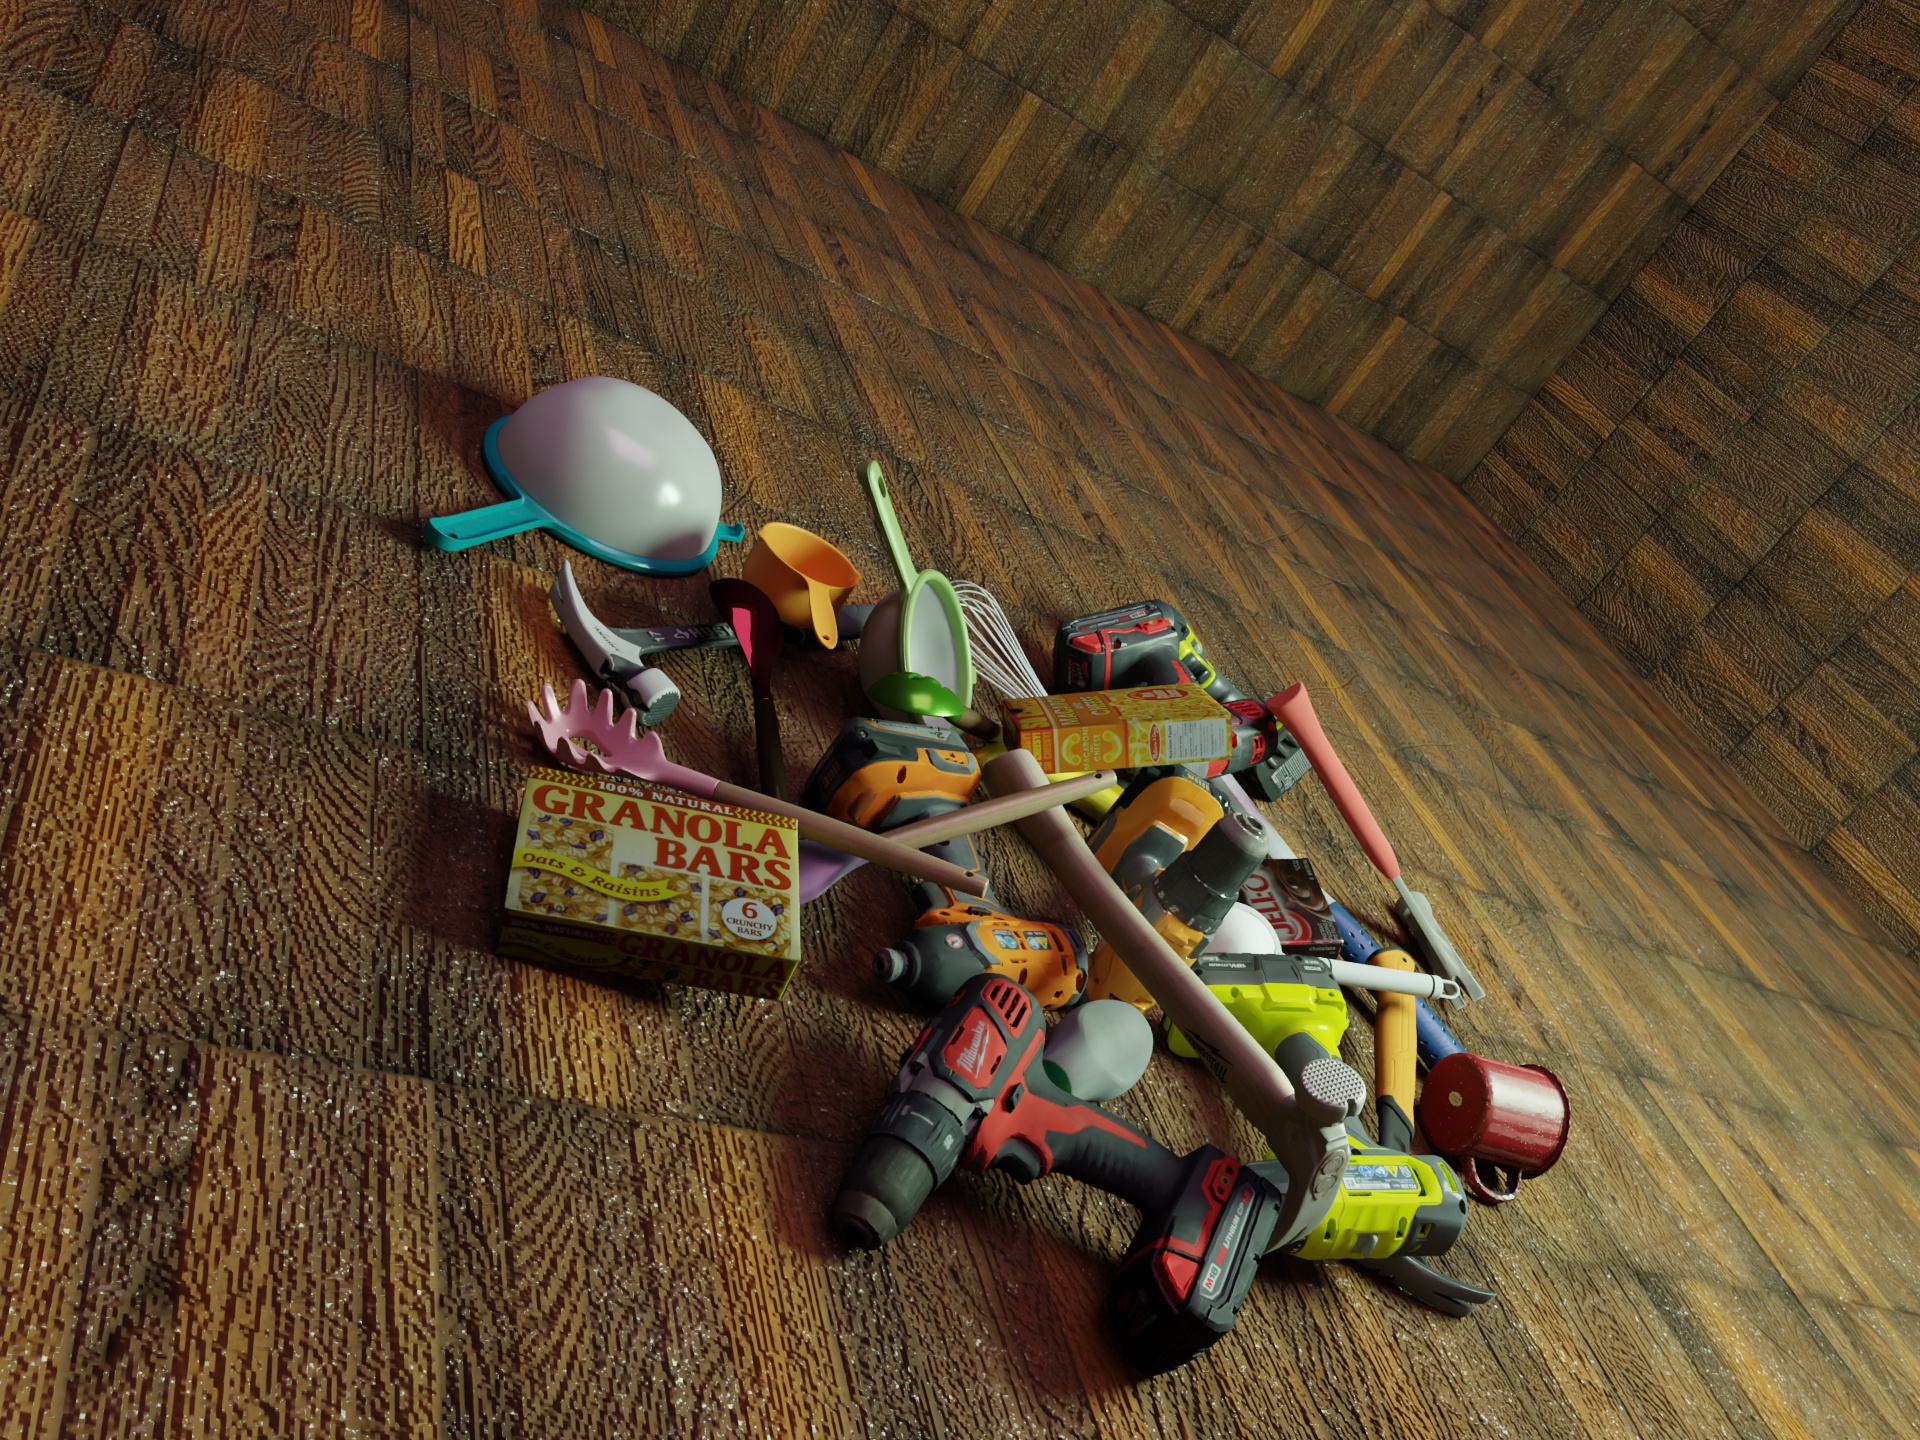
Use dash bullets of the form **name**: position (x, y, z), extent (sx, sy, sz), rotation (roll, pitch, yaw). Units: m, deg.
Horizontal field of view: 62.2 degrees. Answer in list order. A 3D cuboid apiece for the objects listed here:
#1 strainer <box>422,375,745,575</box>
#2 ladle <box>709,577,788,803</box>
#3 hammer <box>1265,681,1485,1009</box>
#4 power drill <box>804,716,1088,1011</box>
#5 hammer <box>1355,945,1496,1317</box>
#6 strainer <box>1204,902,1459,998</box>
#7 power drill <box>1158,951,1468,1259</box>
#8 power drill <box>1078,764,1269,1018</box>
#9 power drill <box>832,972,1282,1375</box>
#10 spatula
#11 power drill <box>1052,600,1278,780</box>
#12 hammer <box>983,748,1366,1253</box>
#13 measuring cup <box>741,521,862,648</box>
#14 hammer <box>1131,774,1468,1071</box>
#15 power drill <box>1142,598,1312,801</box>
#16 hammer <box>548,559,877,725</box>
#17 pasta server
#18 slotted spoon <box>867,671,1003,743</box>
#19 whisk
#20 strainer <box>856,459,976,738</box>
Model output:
- **strainer**: position (-0.298, -0.202, 1.258), extent (0.211, 0.095, 0.340), rotation (38, 25, 5)
- **ladle**: position (-0.138, 0.009, 1.125), extent (0.069, 0.031, 0.316), rotation (29, 35, -39)
- **hammer**: position (0.373, 0.107, 1.448), extent (0.358, 0.036, 0.149), rotation (53, 12, -29)
- **power drill**: position (-0.024, 0.104, 1.098), extent (0.164, 0.084, 0.227), rotation (7, 41, -42)
- **hammer**: position (0.341, 0.294, 1.223), extent (0.127, 0.034, 0.337), rotation (32, 33, -6)
- **strainer**: position (0.280, 0.195, 1.263), extent (0.258, 0.050, 0.087), rotation (10, 72, -11)
- **power drill**: position (0.217, 0.267, 1.094), extent (0.190, 0.080, 0.229), rotation (4, 35, -15)
- **power drill**: position (0.160, 0.108, 1.195), extent (0.084, 0.185, 0.226), rotation (33, 23, -7)
- **power drill**: position (0.050, 0.267, 0.896), extent (0.227, 0.080, 0.188), rotation (37, 44, 4)
- **spatula**: position (-0.035, 0.076, 1.044), extent (0.316, 0.018, 0.060), rotation (-15, 50, -23)
- **power drill**: position (0.177, -0.018, 1.467), extent (0.143, 0.078, 0.220), rotation (-15, 37, -19)
- **hammer**: position (0.118, 0.159, 1.061), extent (0.038, 0.146, 0.411), rotation (-10, 38, -25)
- **measuring cup**: position (-0.125, -0.089, 1.251), extent (0.095, 0.052, 0.174), rotation (21, 29, -26)
- **hammer**: position (0.324, 0.157, 1.423), extent (0.144, 0.035, 0.406), rotation (-27, 65, -20)
- **power drill**: position (0.261, -0.029, 1.622), extent (0.223, 0.080, 0.171), rotation (48, 4, 23)
- **hammer**: position (-0.157, -0.075, 1.288), extent (0.149, 0.036, 0.409), rotation (45, 27, 20)
- **pasta server**: position (-0.130, 0.049, 1.016), extent (0.316, 0.040, 0.060), rotation (19, 36, 8)
- **slotted spoon**: position (-0.002, -0.004, 1.244), extent (0.070, 0.031, 0.313), rotation (17, -2, 15)
- **whisk**: position (0.068, -0.019, 1.442), extent (0.285, 0.070, 0.070), rotation (49, 28, 15)
- **strainer**: position (-0.059, -0.089, 1.274), extent (0.152, 0.069, 0.256), rotation (-68, 146, -51)
